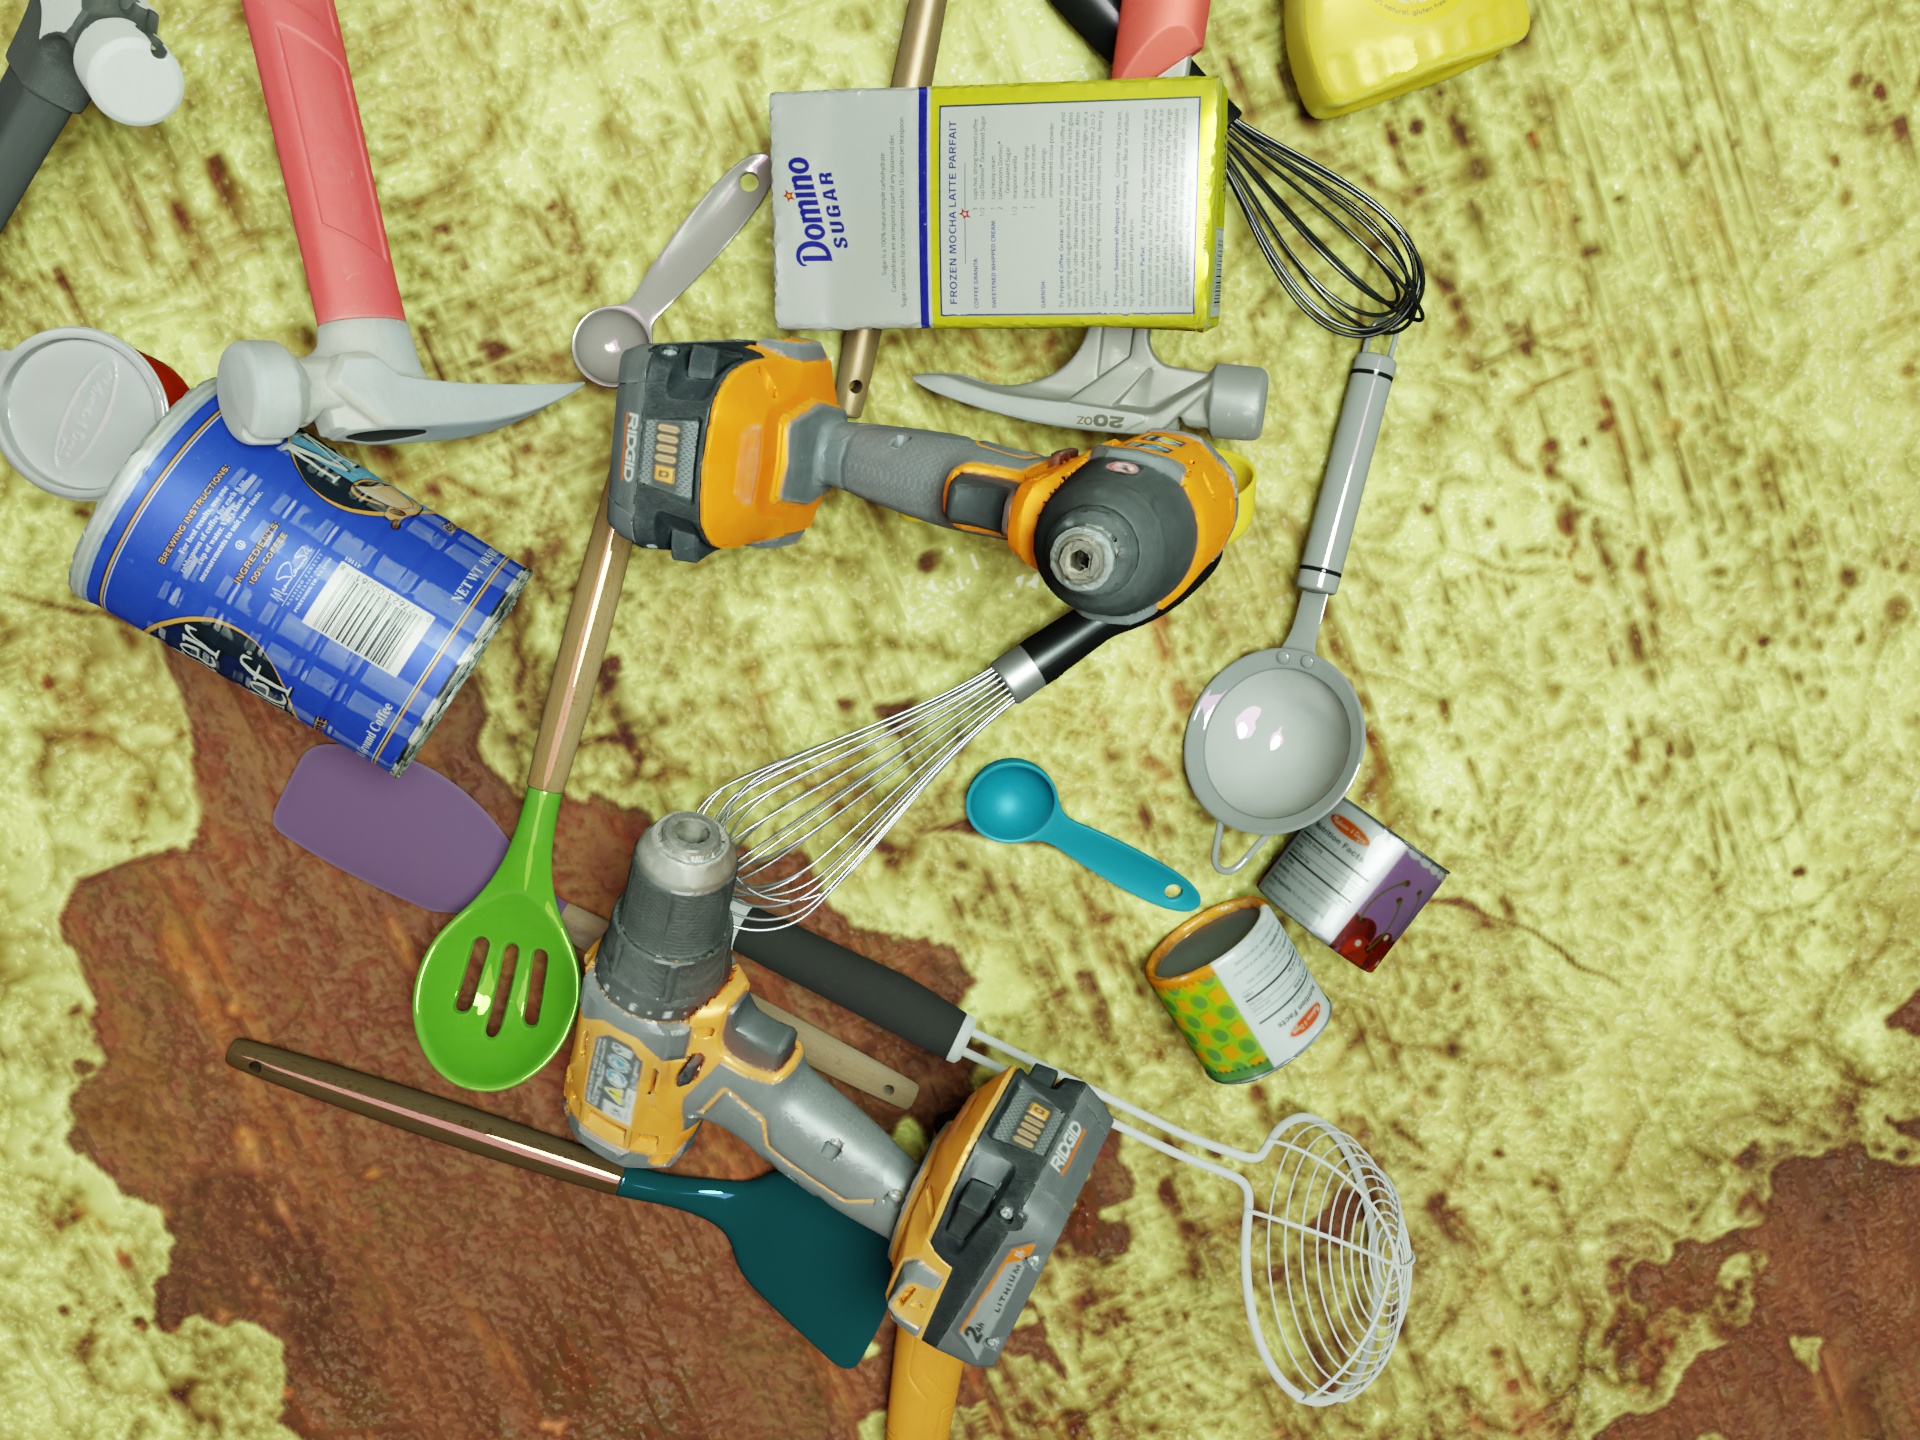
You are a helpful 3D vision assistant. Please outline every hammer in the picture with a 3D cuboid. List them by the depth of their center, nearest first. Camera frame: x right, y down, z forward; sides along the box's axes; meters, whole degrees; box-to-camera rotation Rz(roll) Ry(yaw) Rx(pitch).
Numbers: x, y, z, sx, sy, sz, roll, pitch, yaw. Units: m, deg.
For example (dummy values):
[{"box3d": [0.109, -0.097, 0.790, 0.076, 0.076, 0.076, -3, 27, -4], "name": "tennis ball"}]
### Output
[{"box3d": [-0.254, -0.301, 0.625, 0.143, 0.038, 0.386, -14, 92, -46], "name": "hammer"}, {"box3d": [-0.420, -0.153, 0.628, 0.334, 0.035, 0.146, -51, 57, 13], "name": "hammer"}, {"box3d": [0.074, -0.297, 0.634, 0.149, 0.037, 0.359, 10, 105, 10], "name": "hammer"}, {"box3d": [-0.030, 0.349, 0.765, 0.127, 0.034, 0.337, 9, 98, -7], "name": "hammer"}]

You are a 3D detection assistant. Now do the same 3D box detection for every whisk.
[{"box3d": [0.111, -0.252, 0.679, 0.239, 0.055, 0.055, 44, 93, -5], "name": "whisk"}, {"box3d": [-0.001, -0.002, 0.704, 0.284, 0.070, 0.070, -34, 100, -5], "name": "whisk"}]

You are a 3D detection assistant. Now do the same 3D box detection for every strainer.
[{"box3d": [0.161, -0.054, 0.715, 0.087, 0.050, 0.258, 16, 93, 37], "name": "strainer"}]

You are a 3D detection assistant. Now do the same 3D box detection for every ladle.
[{"box3d": [-0.020, -0.288, 0.667, 0.078, 0.062, 0.320, 7, 106, -21], "name": "ladle"}]

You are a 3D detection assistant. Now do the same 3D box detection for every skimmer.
[{"box3d": [0.047, 0.188, 0.736, 0.363, 0.127, 0.090, 26, 140, 3], "name": "skimmer"}]

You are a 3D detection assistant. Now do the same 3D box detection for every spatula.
[{"box3d": [-0.158, 0.099, 0.722, 0.316, 0.018, 0.060, 30, 94, -8], "name": "spatula"}, {"box3d": [-0.181, 0.205, 0.724, 0.317, 0.044, 0.082, 20, 102, -7], "name": "spatula"}]

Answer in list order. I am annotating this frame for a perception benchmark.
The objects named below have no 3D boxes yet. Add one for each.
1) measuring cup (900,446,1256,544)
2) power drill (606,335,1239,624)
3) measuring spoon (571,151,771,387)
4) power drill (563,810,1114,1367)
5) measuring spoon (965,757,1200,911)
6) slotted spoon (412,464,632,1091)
[{"box3d": [0.052, -0.091, 0.702, 0.156, 0.062, 0.029, -5, 126, 8], "name": "measuring cup"}, {"box3d": [-0.015, -0.090, 0.605, 0.226, 0.164, 0.084, 13, 108, 13], "name": "power drill"}, {"box3d": [-0.120, -0.194, 0.684, 0.034, 0.018, 0.124, 39, 87, -5], "name": "measuring spoon"}, {"box3d": [-0.056, 0.146, 0.652, 0.226, 0.084, 0.185, 26, 127, 11], "name": "power drill"}, {"box3d": [0.059, 0.054, 0.737, 0.128, 0.021, 0.042, 30, 112, -18], "name": "measuring spoon"}, {"box3d": [-0.172, 0.005, 0.691, 0.070, 0.031, 0.314, 15, 91, -6], "name": "slotted spoon"}]
